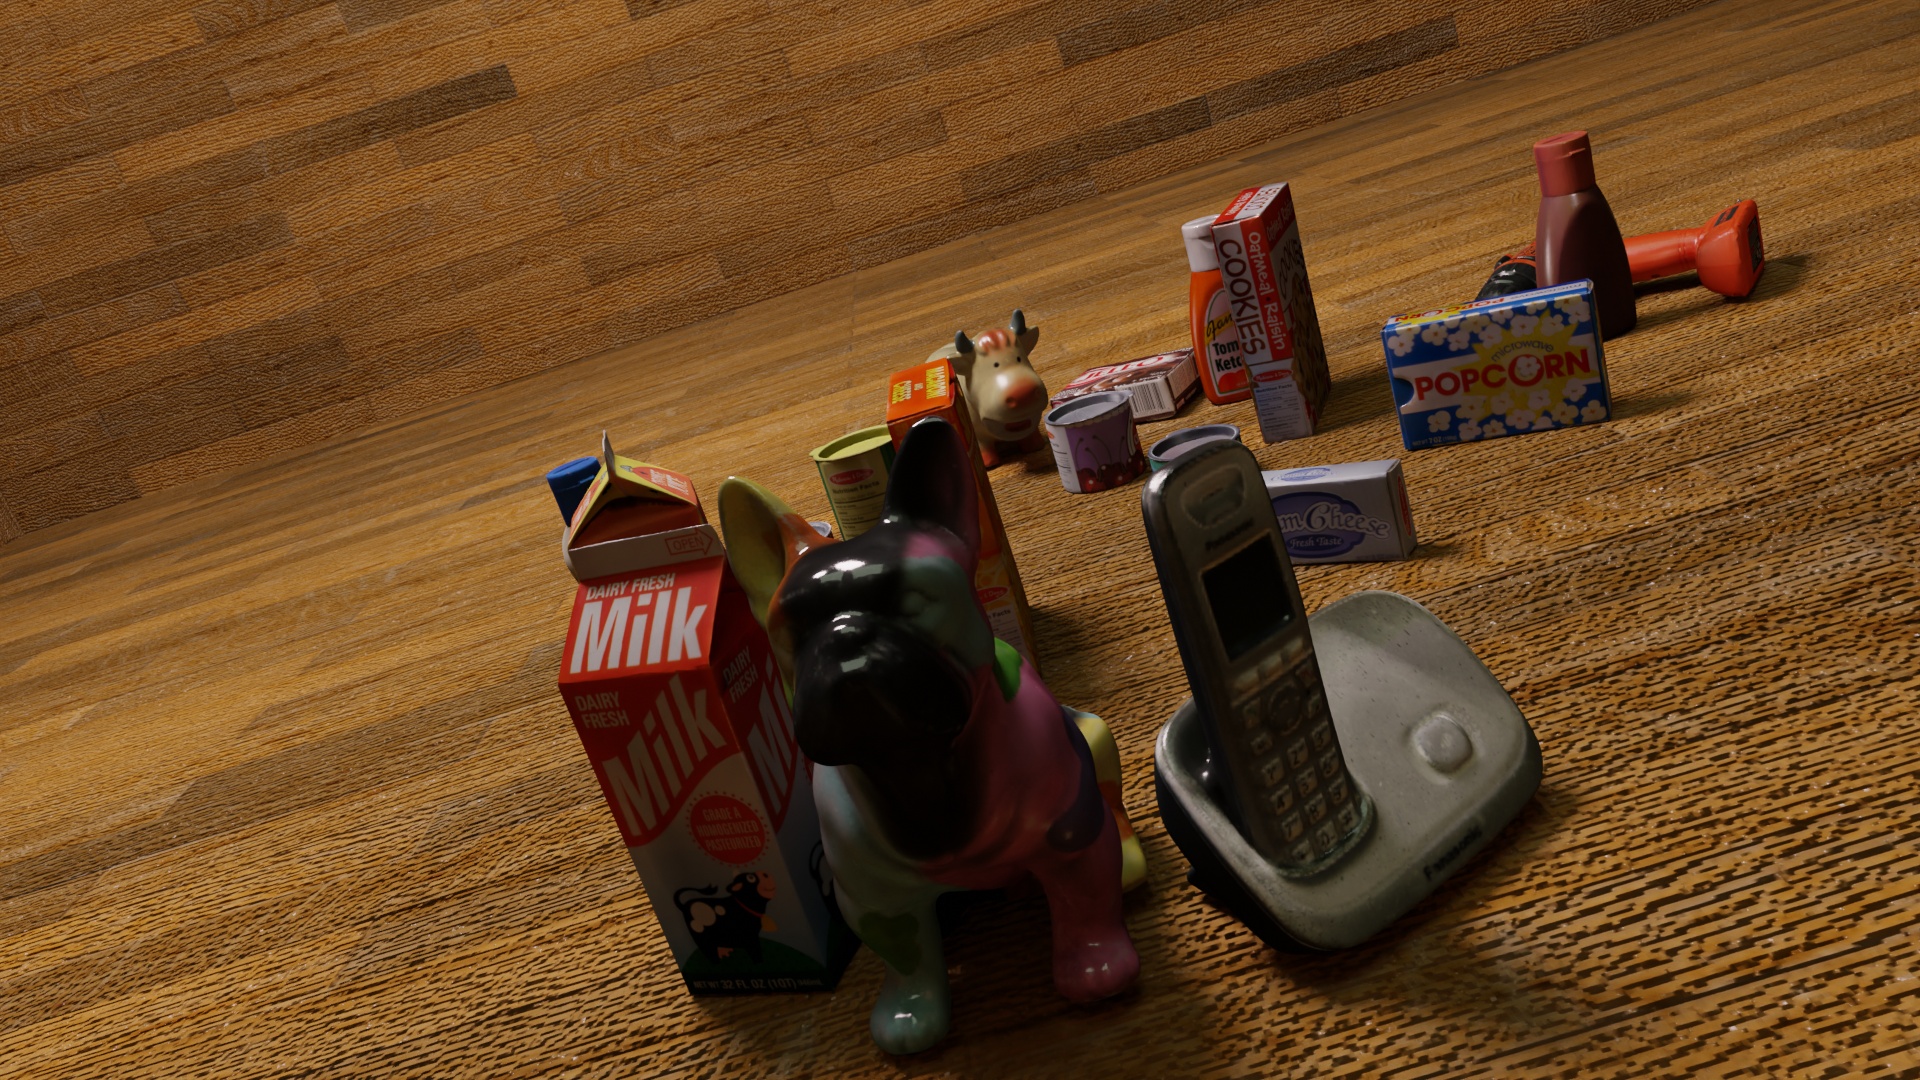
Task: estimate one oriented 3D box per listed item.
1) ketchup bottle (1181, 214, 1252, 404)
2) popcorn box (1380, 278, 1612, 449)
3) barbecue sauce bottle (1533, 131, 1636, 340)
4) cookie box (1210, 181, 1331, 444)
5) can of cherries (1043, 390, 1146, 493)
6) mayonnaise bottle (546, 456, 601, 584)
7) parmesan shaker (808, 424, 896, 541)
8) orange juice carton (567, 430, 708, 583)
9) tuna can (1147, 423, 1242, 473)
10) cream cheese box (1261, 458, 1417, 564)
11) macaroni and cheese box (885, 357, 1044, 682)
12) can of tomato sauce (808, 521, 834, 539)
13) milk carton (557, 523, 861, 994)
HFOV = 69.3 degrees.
[{"bbox_3d":[0.215,-0.189,1.134,0.065,0.148,0.044,-16,18,6],"label":"ketchup bottle"},{"bbox_3d":[0.344,-0.112,0.892,0.126,0.085,0.038,-8,20,27],"label":"popcorn box"},{"bbox_3d":[0.446,-0.218,1.004,0.065,0.148,0.044,-19,18,-5],"label":"barbecue sauce bottle"},{"bbox_3d":[0.234,-0.173,1.039,0.040,0.167,0.123,-9,20,26],"label":"cookie box"},{"bbox_3d":[0.105,-0.075,1.049,0.071,0.058,0.072,-16,18,5],"label":"can of cherries"},{"bbox_3d":[-0.242,0.016,0.963,0.065,0.147,0.041,-29,21,-32],"label":"mayonnaise bottle"},{"bbox_3d":[-0.058,-0.022,0.974,0.071,0.102,0.071,-16,18,5],"label":"parmesan shaker"},{"bbox_3d":[-0.162,0.033,0.769,0.073,0.192,0.072,-20,18,-8],"label":"orange juice carton"},{"bbox_3d":[0.167,-0.056,0.977,0.071,0.032,0.071,-16,18,5],"label":"tuna can"},{"bbox_3d":[0.202,-0.014,0.791,0.103,0.053,0.024,-4,22,36],"label":"cream cheese box"},{"bbox_3d":[0.003,-0.010,0.782,0.040,0.166,0.124,-17,18,4],"label":"macaroni and cheese box"},{"bbox_3d":[-0.098,0.039,0.865,0.071,0.083,0.071,-16,18,5],"label":"can of tomato sauce"},{"bbox_3d":[-0.097,0.084,0.563,0.072,0.190,0.074,-10,19,23],"label":"milk carton"}]
